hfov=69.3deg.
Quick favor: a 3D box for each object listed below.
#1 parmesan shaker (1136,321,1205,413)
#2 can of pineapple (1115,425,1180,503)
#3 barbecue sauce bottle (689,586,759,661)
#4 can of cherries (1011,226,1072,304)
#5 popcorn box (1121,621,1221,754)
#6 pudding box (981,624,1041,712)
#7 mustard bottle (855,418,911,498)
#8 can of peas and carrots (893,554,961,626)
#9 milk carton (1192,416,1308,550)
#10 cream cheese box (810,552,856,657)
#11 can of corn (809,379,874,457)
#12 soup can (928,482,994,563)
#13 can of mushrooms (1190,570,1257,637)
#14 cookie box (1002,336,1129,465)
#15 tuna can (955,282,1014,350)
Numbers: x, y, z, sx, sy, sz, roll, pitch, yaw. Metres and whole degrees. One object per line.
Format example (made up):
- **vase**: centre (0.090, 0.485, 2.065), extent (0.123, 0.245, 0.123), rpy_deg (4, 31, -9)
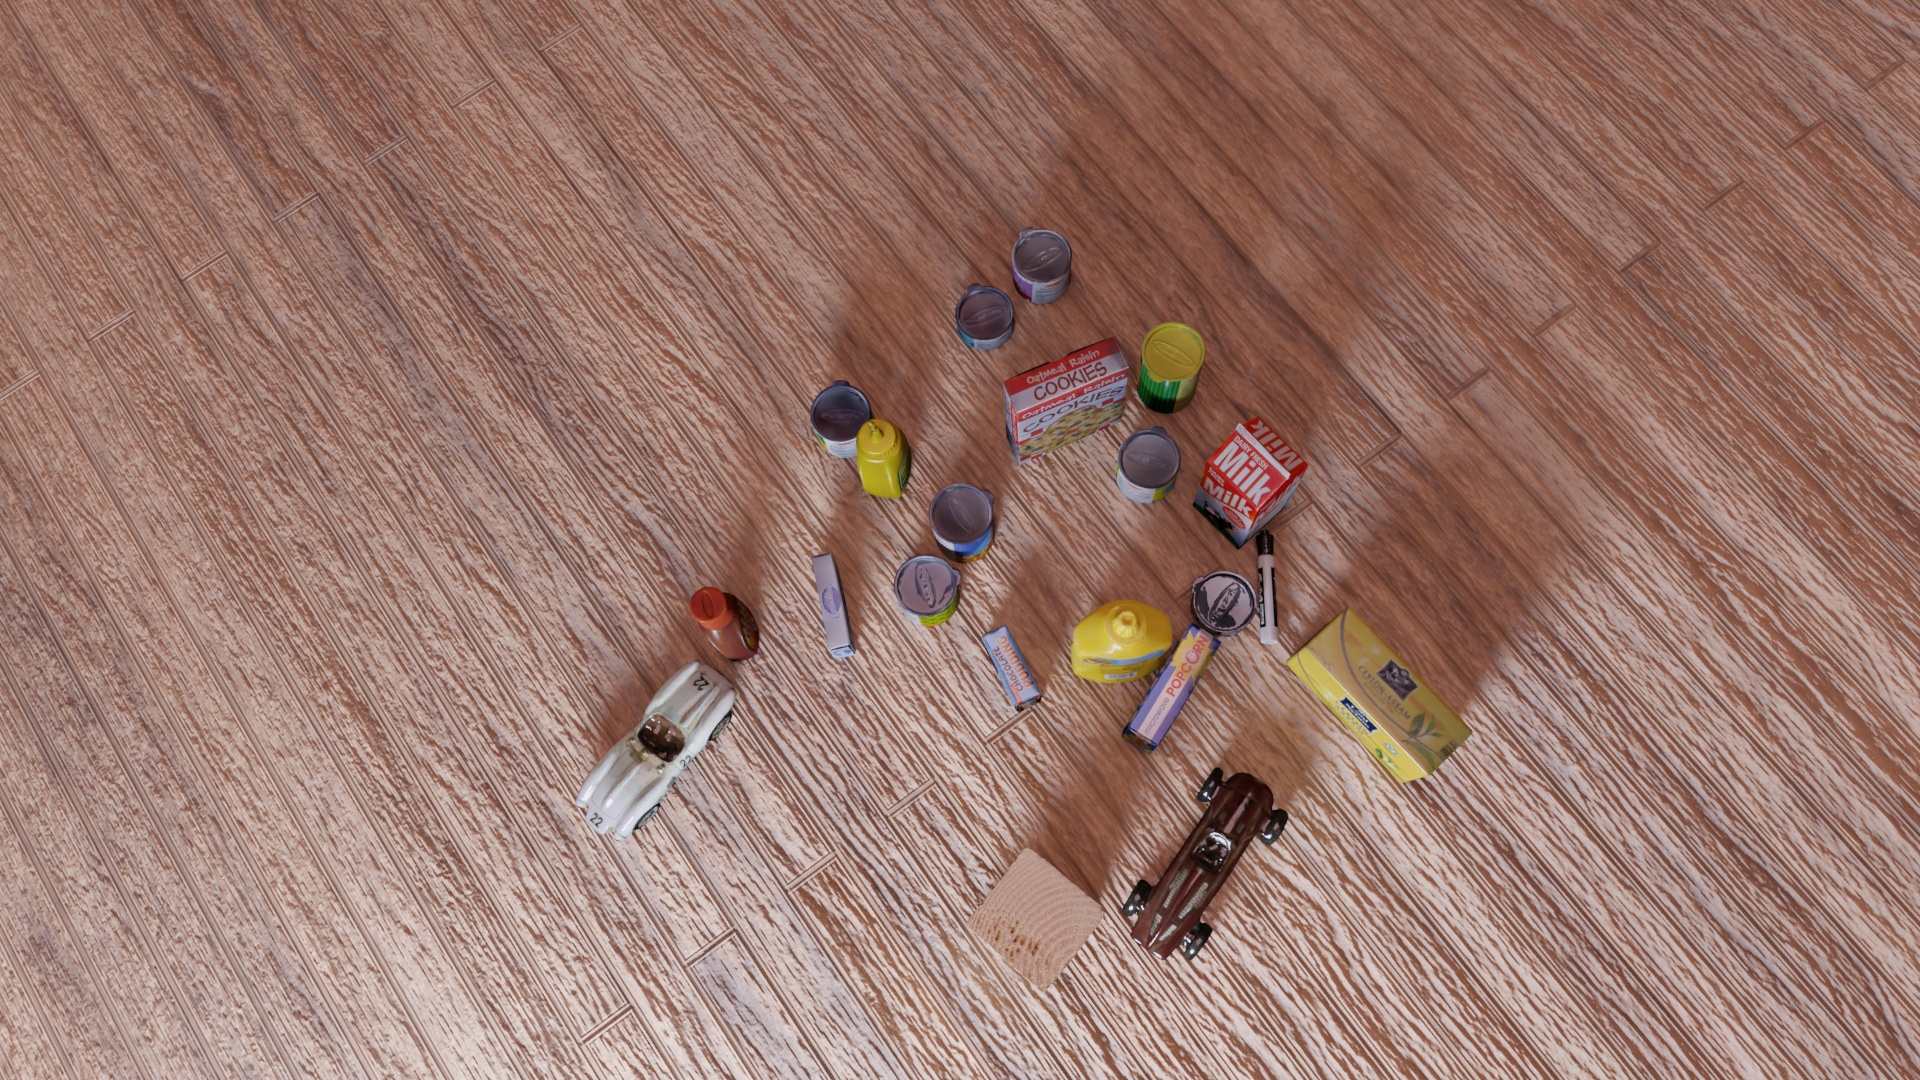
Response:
- **parmesan shaker**: centre (0.222, -0.181, 1.485), extent (0.071, 0.103, 0.071), rpy_deg (-1, 75, 3)
- **can of pineapple**: centre (0.201, -0.080, 1.482), extent (0.071, 0.057, 0.071), rpy_deg (-1, 75, 3)
- **barbecue sauce bottle**: centre (-0.241, 0.081, 1.415), extent (0.044, 0.148, 0.065), rpy_deg (-16, 75, -1)
- **can of cherries**: centre (0.090, -0.308, 1.551), extent (0.071, 0.058, 0.071), rpy_deg (-1, 75, 3)
- **popcorn box**: centre (0.212, 0.151, 1.403), extent (0.038, 0.085, 0.127), rpy_deg (32, 79, 11)
- **pudding box**: centre (0.053, 0.132, 1.435), extent (0.030, 0.049, 0.084), rpy_deg (-26, 75, -4)
- **mustard bottle**: centre (-0.082, -0.091, 1.448), extent (0.049, 0.160, 0.065), rpy_deg (10, 76, 6)
- **can of peas and carrots**: centre (-0.032, 0.052, 1.458), extent (0.071, 0.058, 0.071), rpy_deg (-1, 75, 3)
- **milk carton**: centre (0.293, -0.062, 1.403), extent (0.073, 0.190, 0.072), rpy_deg (-41, 77, -7)
- **cream cheese box**: centre (-0.133, 0.069, 1.461), extent (0.024, 0.053, 0.104), rpy_deg (-13, 74, 0)
- **can of corn**: centre (-0.127, -0.132, 1.514), extent (0.071, 0.058, 0.071), rpy_deg (-1, 75, 3)
- **soup can**: centre (0.005, -0.018, 1.462), extent (0.071, 0.083, 0.071), rpy_deg (-1, 75, 3)
- **can of mushrooms**: centre (0.272, 0.065, 1.450), extent (0.071, 0.033, 0.071), rpy_deg (-1, 75, 3)
- **cookie box**: centre (0.108, -0.144, 1.448), extent (0.123, 0.167, 0.040), rpy_deg (-23, 75, -3)
- **tuna can**: centre (0.027, -0.250, 1.552), extent (0.071, 0.032, 0.071), rpy_deg (-1, 75, 3)
